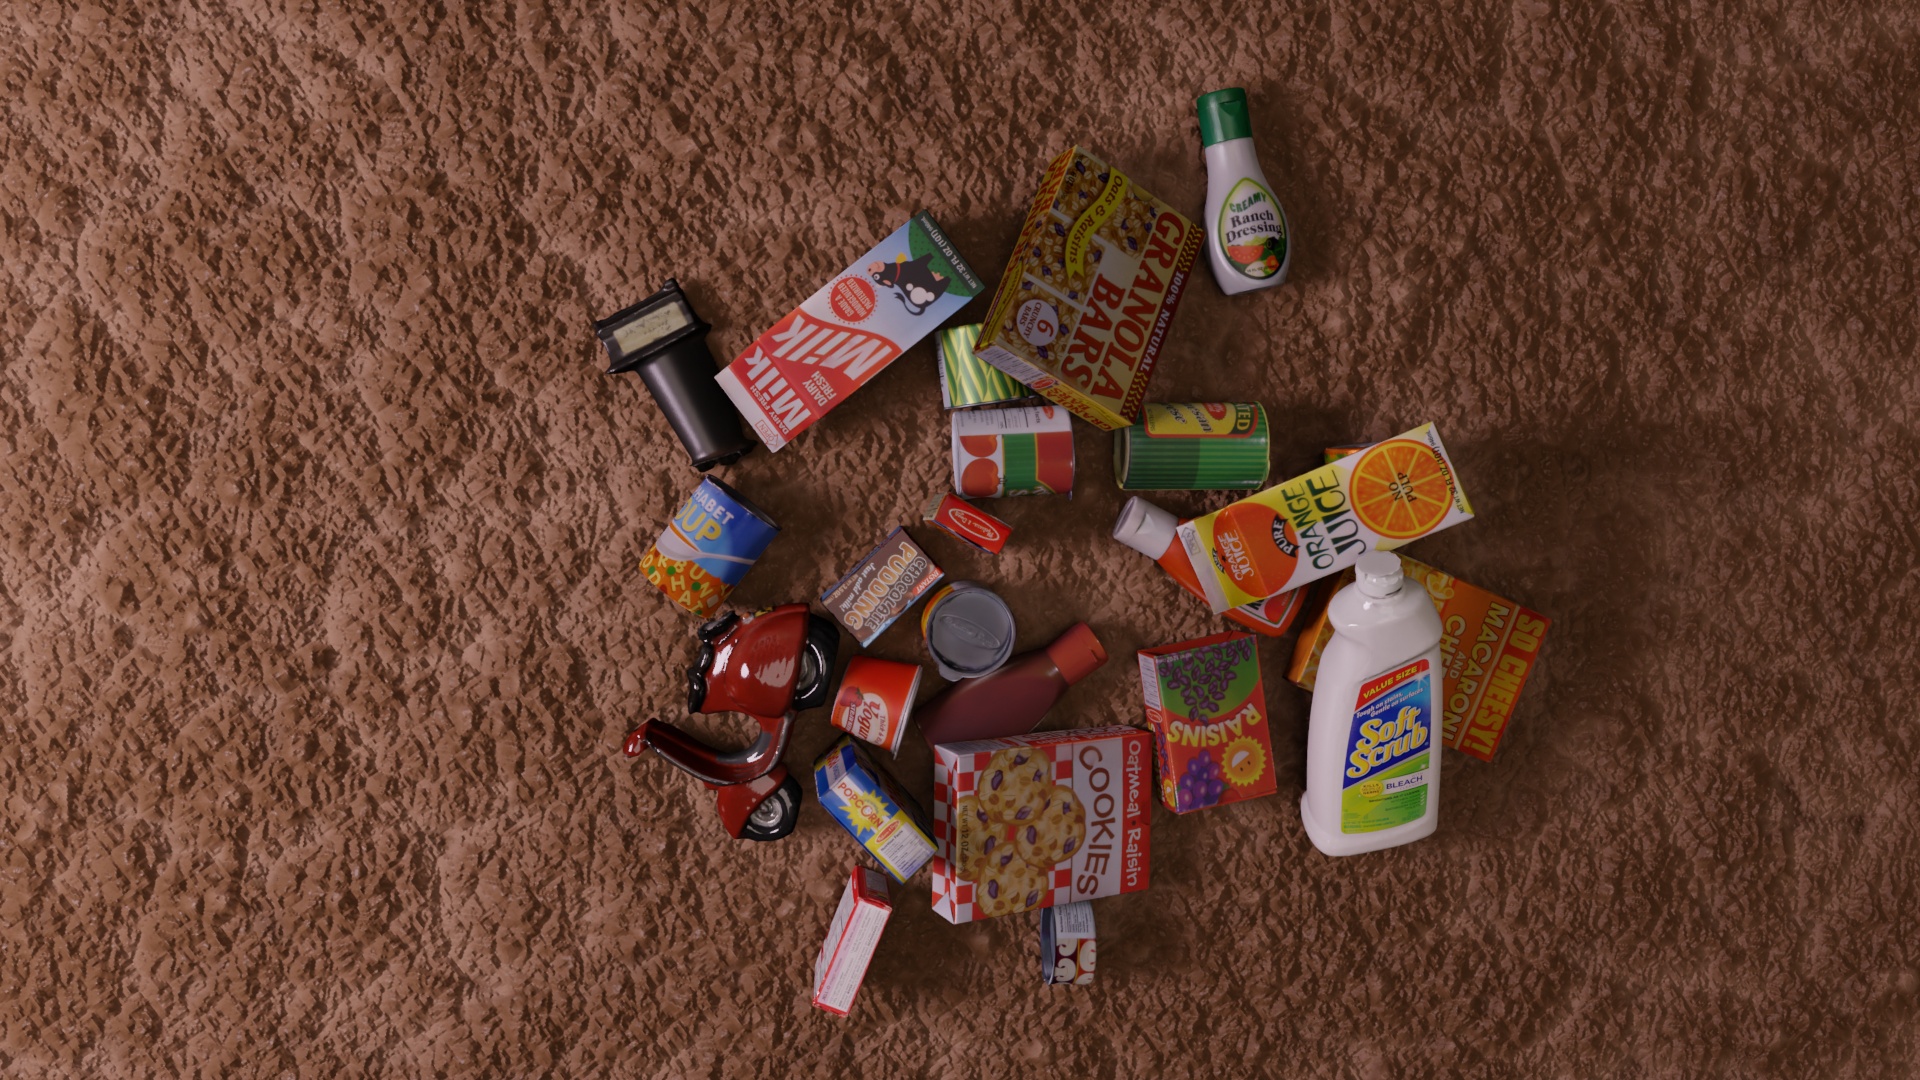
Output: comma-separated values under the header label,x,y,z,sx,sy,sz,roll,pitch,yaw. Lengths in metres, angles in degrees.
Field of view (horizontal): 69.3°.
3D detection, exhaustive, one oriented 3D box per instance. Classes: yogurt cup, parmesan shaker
label,x,y,z,sx,sy,sz,roll,pitch,yaw
yogurt cup,-0.062,0.117,1.024,0.054,0.072,0.072,17,92,2
parmesan shaker,0.170,-0.069,1.029,0.103,0.071,0.071,-1,94,-6

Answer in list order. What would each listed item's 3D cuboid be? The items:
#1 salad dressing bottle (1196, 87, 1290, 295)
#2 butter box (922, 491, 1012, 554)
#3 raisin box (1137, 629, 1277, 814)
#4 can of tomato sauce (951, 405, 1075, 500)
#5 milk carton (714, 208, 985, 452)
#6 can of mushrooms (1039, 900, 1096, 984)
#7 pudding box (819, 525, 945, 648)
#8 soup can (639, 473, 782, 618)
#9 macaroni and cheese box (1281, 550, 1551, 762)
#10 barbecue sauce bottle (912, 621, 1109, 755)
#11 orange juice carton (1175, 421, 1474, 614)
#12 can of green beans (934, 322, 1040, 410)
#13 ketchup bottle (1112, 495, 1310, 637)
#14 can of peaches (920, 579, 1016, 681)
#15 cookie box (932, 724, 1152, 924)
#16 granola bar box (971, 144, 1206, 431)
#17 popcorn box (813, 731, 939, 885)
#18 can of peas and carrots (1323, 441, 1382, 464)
label,x,y,z,sx,sy,sz,roll,pitch,yaw
salad dressing bottle,0.206,-0.259,1.034,0.064,0.044,0.147,-12,95,-7
butter box,0.004,-0.013,1.001,0.053,0.103,0.024,30,88,-5
raisin box,0.188,0.137,1.055,0.086,0.040,0.123,-10,95,-16
can of tomato sauce,0.038,-0.063,1.020,0.083,0.071,0.071,-4,95,-4
milk carton,-0.081,-0.148,0.998,0.190,0.073,0.072,-37,97,-2
can of mushrooms,0.081,0.303,1.049,0.033,0.071,0.071,1,94,-6
pudding box,-0.058,0.035,1.035,0.084,0.030,0.049,-42,98,-1
soup can,-0.182,0.003,1.000,0.071,0.071,0.084,38,90,-7
macaroni and cheese box,0.351,0.083,1.073,0.166,0.040,0.123,22,92,-6
barbecue sauce bottle,0.041,0.116,1.042,0.148,0.044,0.064,-33,111,-3
orange juice carton,0.256,-0.014,0.988,0.192,0.073,0.072,-23,87,13
can of green beans,0.017,-0.128,1.013,0.071,0.071,0.057,-8,95,-5
ketchup bottle,0.188,0.015,1.051,0.149,0.043,0.065,26,88,-6
can of peaches,0.004,0.066,1.029,0.071,0.058,0.071,-1,95,-6
cookie box,0.063,0.206,1.024,0.168,0.040,0.122,-2,95,-28
granola bar box,0.095,-0.180,0.994,0.124,0.039,0.166,28,74,-22
popcorn box,-0.063,0.189,0.996,0.038,0.126,0.085,-44,97,-4
can of peas and carrots,0.310,-0.044,1.045,0.071,0.071,0.058,-6,94,-5
